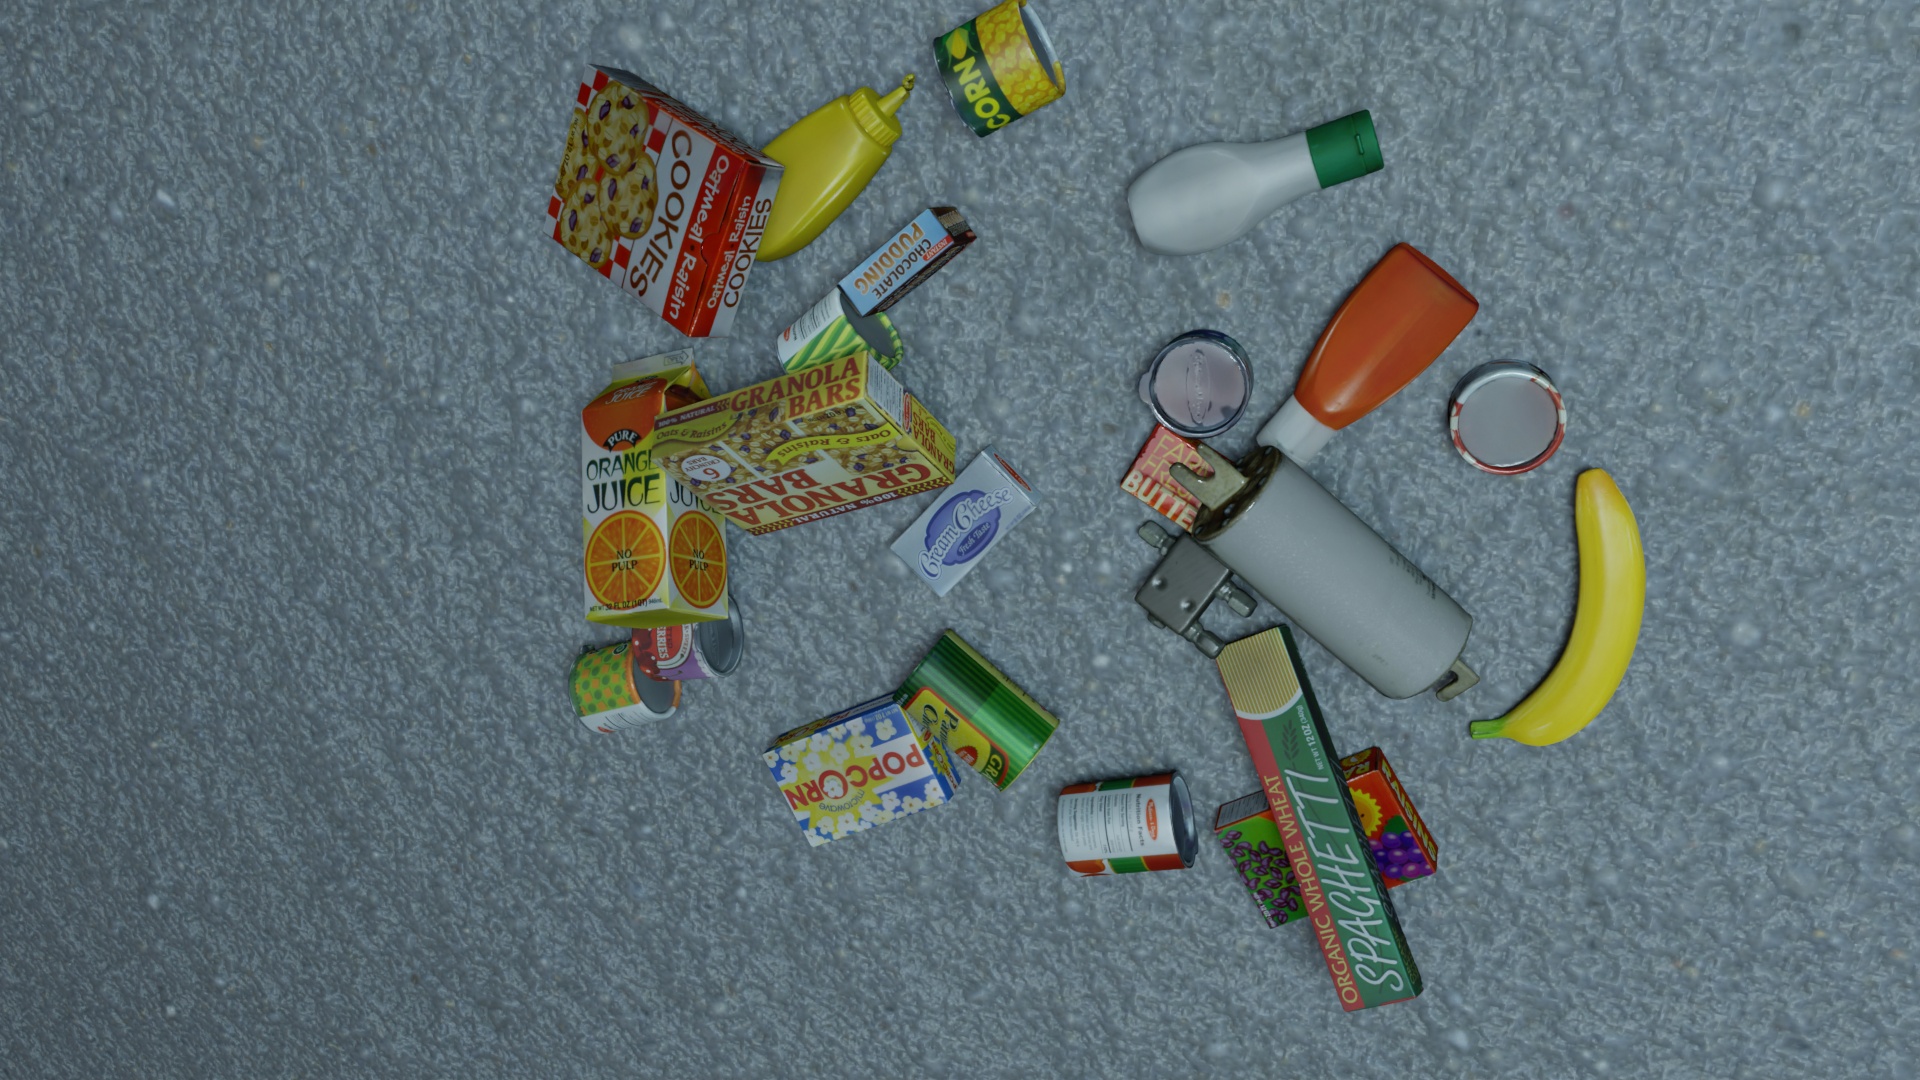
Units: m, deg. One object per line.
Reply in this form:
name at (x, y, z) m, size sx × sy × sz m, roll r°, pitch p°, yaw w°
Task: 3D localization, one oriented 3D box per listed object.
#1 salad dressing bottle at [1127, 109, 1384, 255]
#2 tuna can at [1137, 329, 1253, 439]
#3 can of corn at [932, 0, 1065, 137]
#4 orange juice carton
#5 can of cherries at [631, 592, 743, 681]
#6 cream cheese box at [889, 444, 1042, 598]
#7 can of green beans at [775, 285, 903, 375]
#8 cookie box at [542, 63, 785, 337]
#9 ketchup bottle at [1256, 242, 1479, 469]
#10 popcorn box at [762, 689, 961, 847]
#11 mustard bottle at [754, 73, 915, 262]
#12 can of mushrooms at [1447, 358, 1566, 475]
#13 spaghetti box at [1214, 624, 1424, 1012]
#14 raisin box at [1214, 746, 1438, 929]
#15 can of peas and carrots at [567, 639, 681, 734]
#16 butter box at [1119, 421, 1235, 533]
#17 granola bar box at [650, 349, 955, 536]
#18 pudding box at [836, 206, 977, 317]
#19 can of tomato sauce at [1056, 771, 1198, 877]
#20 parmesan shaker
salad dressing bottle at (0.177, -0.217, 0.838) m, size 0.147 × 0.044 × 0.064 m, roll -15°, pitch 100°, yaw 20°
tuna can at (0.151, -0.100, 0.888) m, size 0.071 × 0.033 × 0.070 m, roll 5°, pitch 109°, yaw 16°
can of corn at (0.024, -0.288, 0.847) m, size 0.058 × 0.071 × 0.071 m, roll -22°, pitch 100°, yaw 22°
orange juice carton at (-0.216, -0.038, 0.980) m, size 0.072 × 0.073 × 0.193 m, roll -8°, pitch 79°, yaw 24°
can of cherries at (-0.204, 0.071, 1.034) m, size 0.058 × 0.072 × 0.071 m, roll -6°, pitch 106°, yaw 20°
cream cheese box at (0.003, -0.012, 0.968) m, size 0.053 × 0.024 × 0.103 m, roll 45°, pitch 114°, yaw 0°
can of green beans at (-0.081, -0.129, 0.934) m, size 0.057 × 0.071 × 0.071 m, roll -36°, pitch 94°, yaw 24°
cookie box at (-0.202, -0.226, 0.923) m, size 0.168 × 0.040 × 0.122 m, roll 36°, pitch 116°, yaw 28°
ketchup bottle at (0.243, -0.107, 0.851) m, size 0.065 × 0.044 × 0.148 m, roll 40°, pitch 114°, yaw 3°
popcorn box at (-0.074, 0.170, 1.043) m, size 0.126 × 0.038 × 0.085 m, roll -23°, pitch 100°, yaw 23°
mustard bottle at (-0.086, -0.248, 0.906) m, size 0.160 × 0.049 × 0.065 m, roll -34°, pitch 89°, yaw 23°
can of mushrooms at (0.331, -0.072, 0.840) m, size 0.071 × 0.033 × 0.070 m, roll 5°, pitch 108°, yaw 15°
spaghetti box at (0.233, 0.180, 0.908) m, size 0.050 × 0.029 × 0.250 m, roll -24°, pitch 78°, yaw 26°
raisin box at (0.250, 0.205, 0.952) m, size 0.123 × 0.040 × 0.086 m, roll -28°, pitch 96°, yaw 24°
can of peas and carrots at (-0.257, 0.109, 1.067) m, size 0.058 × 0.071 × 0.071 m, roll -15°, pitch 102°, yaw 21°
butter box at (0.161, -0.031, 0.912) m, size 0.103 × 0.024 × 0.053 m, roll 34°, pitch 113°, yaw 5°
granola bar box at (-0.104, -0.060, 0.934) m, size 0.165 × 0.124 × 0.039 m, roll -14°, pitch 60°, yaw 23°
pudding box at (-0.035, -0.183, 0.911) m, size 0.083 × 0.050 × 0.030 m, roll -34°, pitch 92°, yaw 23°
can of tomato sauce at (0.118, 0.201, 0.979) m, size 0.083 × 0.071 × 0.071 m, roll -11°, pitch 104°, yaw 21°
parmesan shaker at (0.010, 0.121, 0.988) m, size 0.103 × 0.071 × 0.071 m, roll 40°, pitch 114°, yaw 3°
